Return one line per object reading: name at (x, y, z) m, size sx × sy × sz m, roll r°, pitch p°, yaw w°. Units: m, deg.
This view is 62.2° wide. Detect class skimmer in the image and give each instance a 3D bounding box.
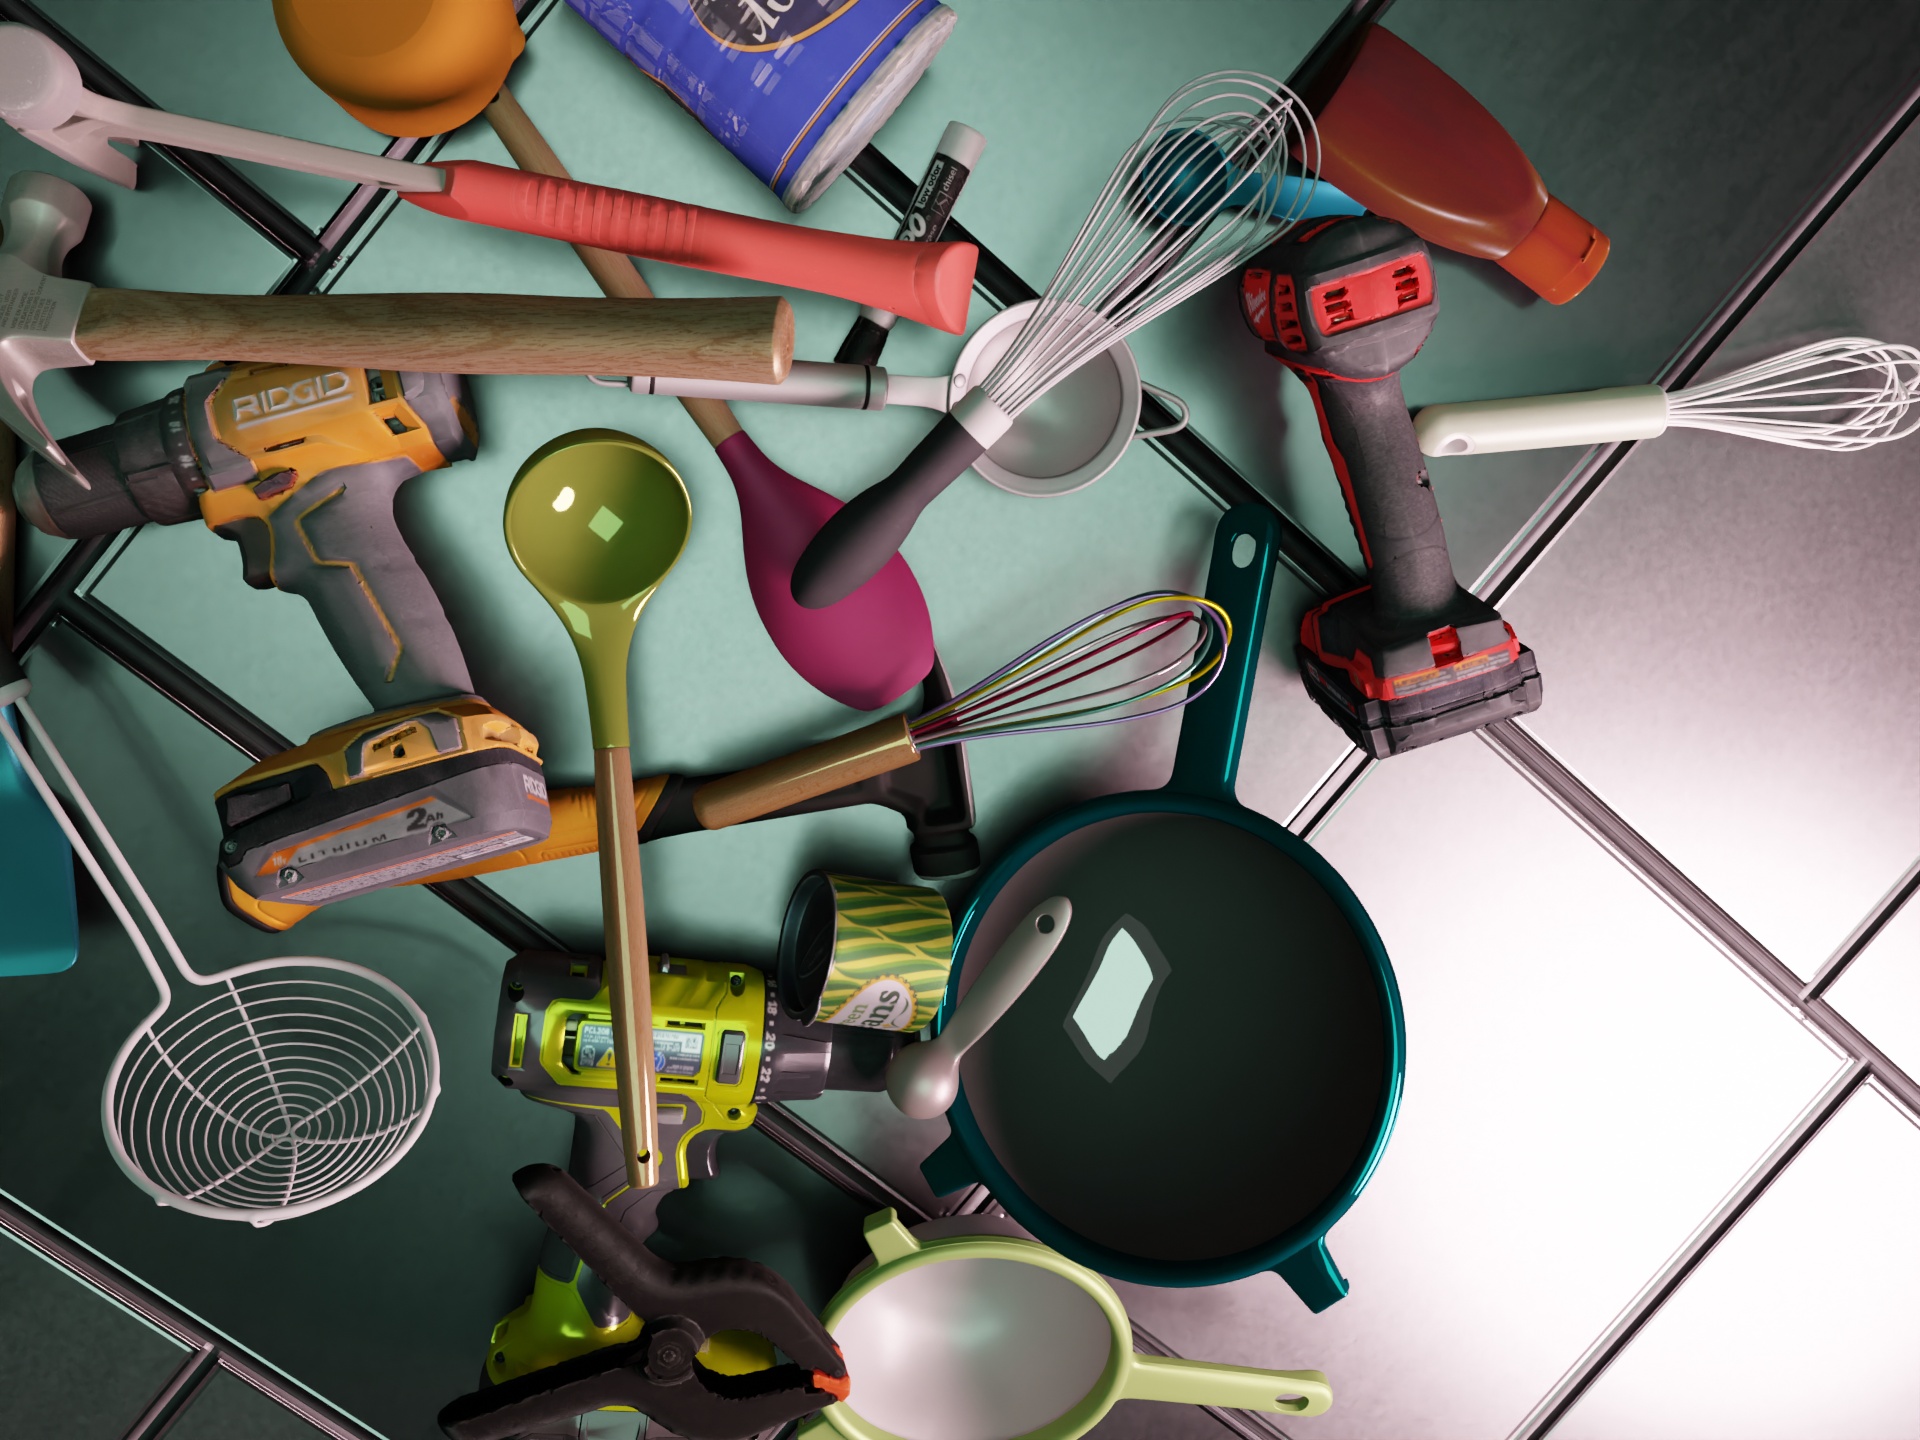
skimmer at (-0.345, 0.036, 0.638) m, size 0.127 × 0.090 × 0.363 m, roll -35°, pitch 100°, yaw -41°

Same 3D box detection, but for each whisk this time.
whisk at (0.032, -0.146, 0.649) m, size 0.070 × 0.070 × 0.284 m, roll 43°, pitch 101°, yaw -11°
whisk at (-0.002, -0.004, 0.684) m, size 0.245 × 0.047 × 0.051 m, roll -19°, pitch 71°, yaw 6°
whisk at (0.331, -0.146, 0.742) m, size 0.246 × 0.057 × 0.059 m, roll -6°, pitch 66°, yaw -2°

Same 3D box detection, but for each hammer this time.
hammer at (-0.163, 0.036, 0.720) m, size 0.337 × 0.034 × 0.127 m, roll -10°, pitch 102°, yaw -4°
hammer at (-0.231, -0.151, 0.623) m, size 0.331 × 0.031 × 0.130 m, roll 3°, pitch 69°, yaw 4°
hammer at (-0.171, -0.203, 0.628) m, size 0.359 × 0.149 × 0.036 m, roll 8°, pitch 97°, yaw -11°

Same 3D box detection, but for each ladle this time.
ladle at (-0.144, 0.038, 0.669) m, size 0.078 × 0.062 × 0.320 m, roll -4°, pitch 88°, yaw -18°

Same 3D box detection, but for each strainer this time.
strainer at (0.054, 0.292, 0.768) m, size 0.256 × 0.069 × 0.151 m, roll 11°, pitch 116°, yaw -11°
strainer at (0.111, 0.076, 0.725) m, size 0.211 × 0.095 × 0.340 m, roll 10°, pitch 87°, yaw 24°
strainer at (-0.030, -0.144, 0.685) m, size 0.258 × 0.050 × 0.086 m, roll 1°, pitch 109°, yaw -15°

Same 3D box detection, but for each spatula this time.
spatula at (-0.413, -0.051, 0.673) m, size 0.082 × 0.044 × 0.317 m, roll 3°, pitch 98°, yaw -11°

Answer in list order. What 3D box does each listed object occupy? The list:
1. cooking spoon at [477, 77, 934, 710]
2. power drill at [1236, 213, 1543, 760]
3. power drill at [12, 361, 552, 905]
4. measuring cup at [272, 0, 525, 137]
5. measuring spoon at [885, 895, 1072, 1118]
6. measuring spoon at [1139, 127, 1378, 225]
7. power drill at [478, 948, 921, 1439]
cooking spoon at (-0.115, -0.142, 0.685) m, size 0.069 × 0.017 × 0.319 m, roll -35°, pitch 95°, yaw -1°
power drill at (0.173, -0.107, 0.685) m, size 0.078 × 0.143 × 0.219 m, roll -18°, pitch 108°, yaw 1°
power drill at (-0.276, -0.041, 0.651) m, size 0.185 × 0.084 × 0.226 m, roll -16°, pitch 81°, yaw -3°
measuring cup at (-0.224, -0.328, 0.636) m, size 0.095 × 0.052 × 0.173 m, roll 7°, pitch 95°, yaw 3°
measuring spoon at (0.007, 0.126, 0.701) m, size 0.034 × 0.018 × 0.124 m, roll 41°, pitch 100°, yaw 21°
measuring spoon at (0.138, -0.235, 0.719) m, size 0.128 × 0.021 × 0.042 m, roll 6°, pitch 93°, yaw -16°
power drill at (-0.125, 0.222, 0.736) m, size 0.190 × 0.080 × 0.228 m, roll 8°, pitch 97°, yaw -12°
